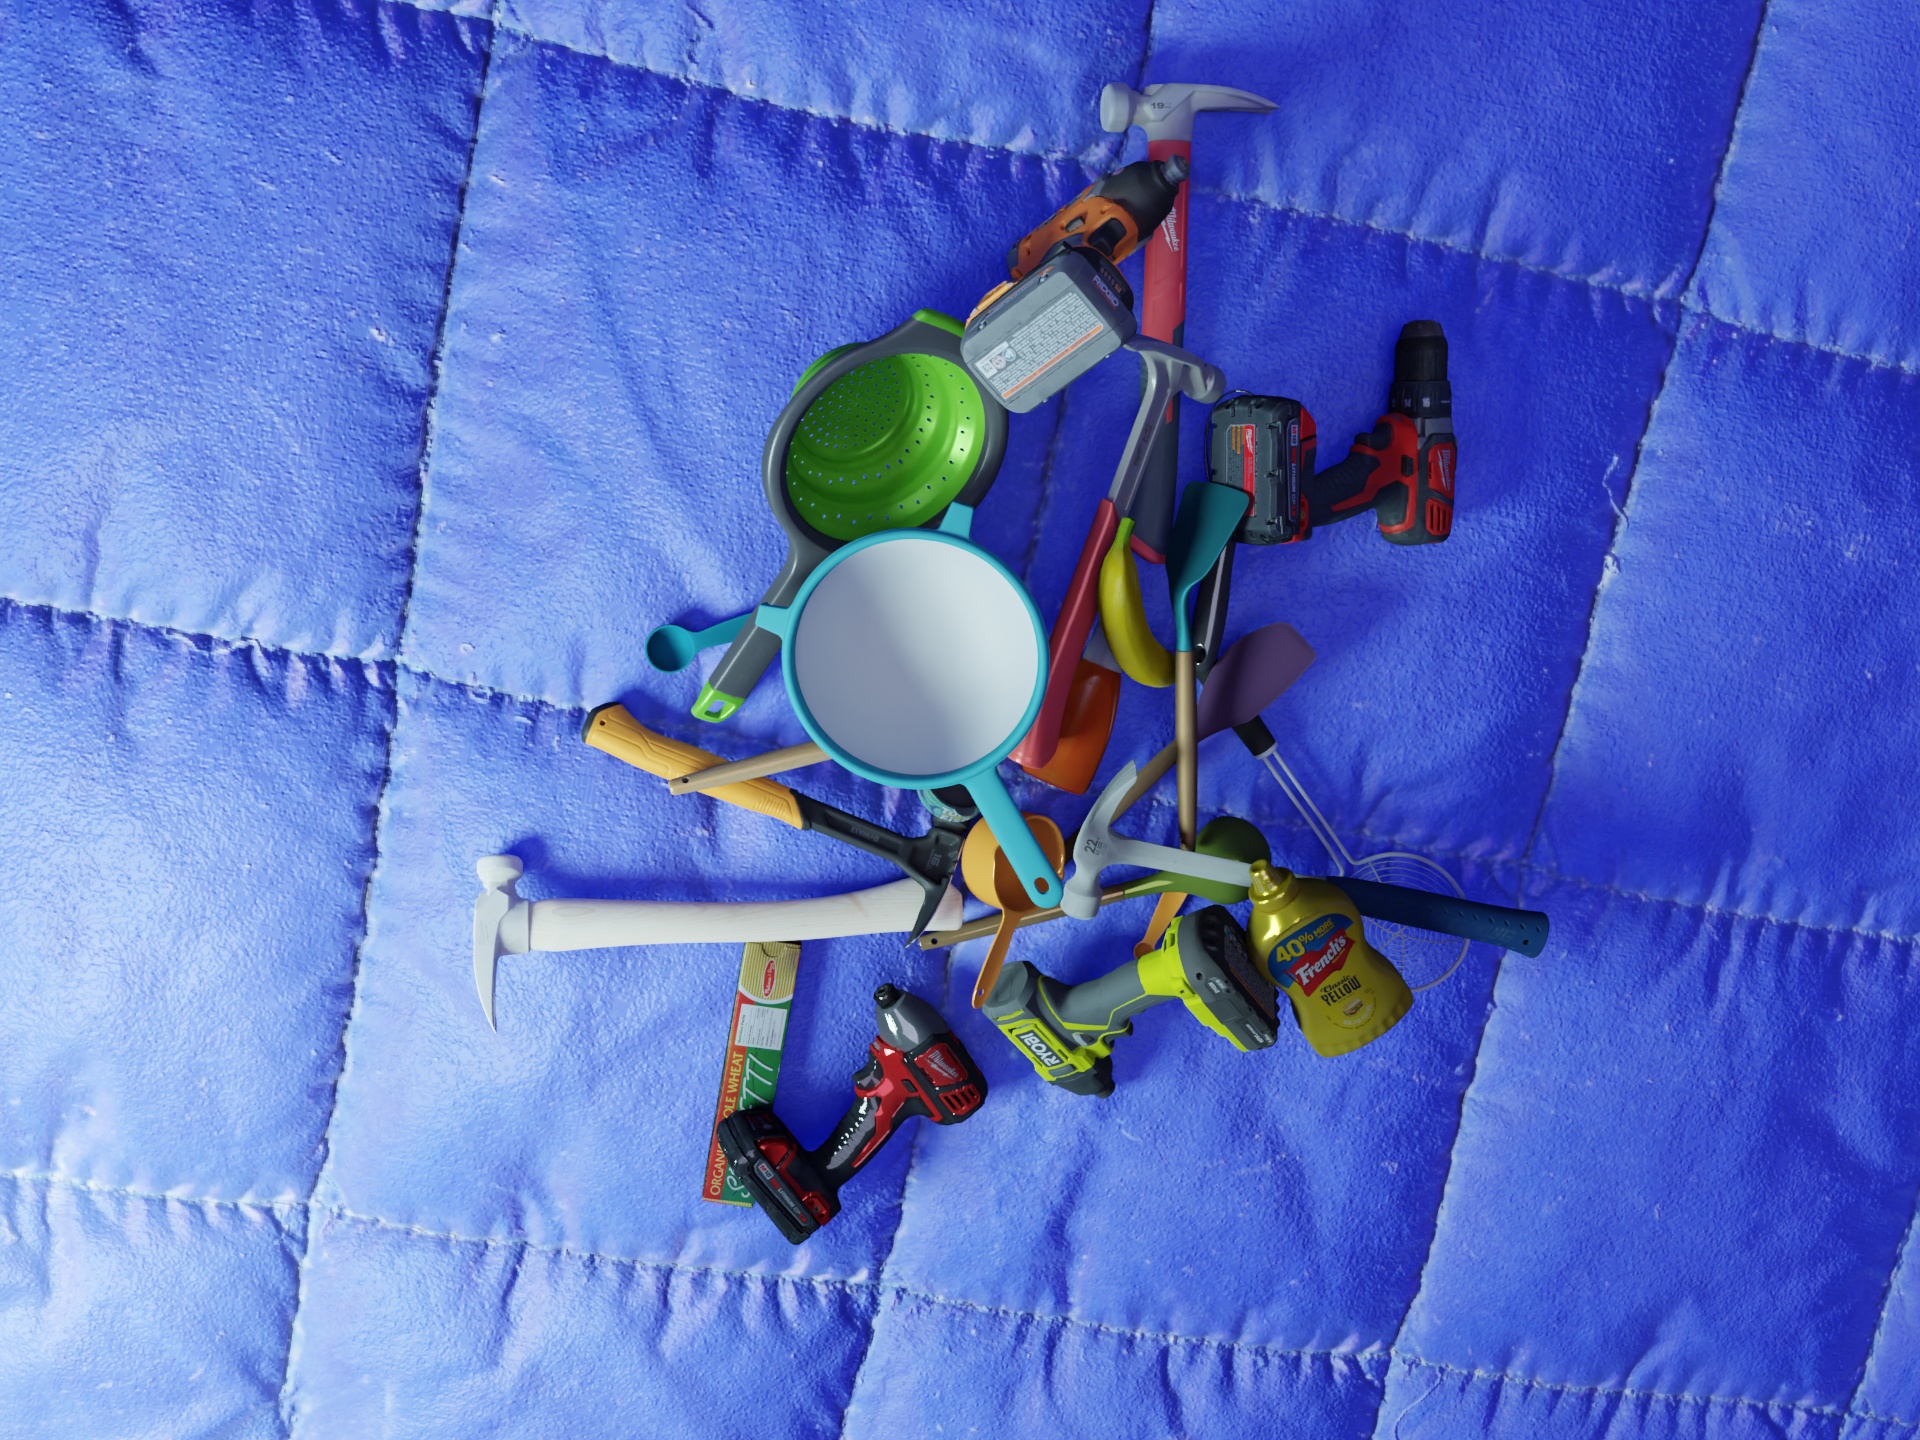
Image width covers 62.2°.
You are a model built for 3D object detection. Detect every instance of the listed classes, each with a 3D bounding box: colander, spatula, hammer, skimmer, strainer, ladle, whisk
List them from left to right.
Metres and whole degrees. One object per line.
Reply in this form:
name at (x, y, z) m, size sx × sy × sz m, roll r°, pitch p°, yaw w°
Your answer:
hammer at (-0.201, 0.180, 1.354) m, size 0.410 × 0.038 × 0.146 m, roll -1°, pitch 68°, yaw -10°
hammer at (-0.163, 0.074, 1.347) m, size 0.337 × 0.034 × 0.127 m, roll 23°, pitch 67°, yaw -6°
colander at (-0.117, -0.171, 1.293) m, size 0.204 × 0.095 × 0.397 m, roll 18°, pitch 117°, yaw -41°
strainer at (-0.002, -0.004, 1.297) m, size 0.211 × 0.095 × 0.340 m, roll -27°, pitch 104°, yaw 11°
hammer at (0.105, -0.130, 1.285) m, size 0.149 × 0.037 × 0.359 m, roll 3°, pitch 112°, yaw -50°
ladle at (0.119, 0.156, 1.410) m, size 0.320 × 0.062 × 0.078 m, roll -15°, pitch 94°, yaw 5°
spatula at (0.176, 0.033, 1.379) m, size 0.060 × 0.018 × 0.316 m, roll 46°, pitch 103°, yaw 3°
hammer at (0.184, -0.324, 1.324) m, size 0.143 × 0.038 × 0.386 m, roll -1°, pitch 101°, yaw -8°
spatula at (0.197, -0.036, 1.323) m, size 0.044 × 0.082 × 0.317 m, roll -13°, pitch 112°, yaw -27°
whisk at (0.220, -0.159, 1.345) m, size 0.055 × 0.055 × 0.239 m, roll 8°, pitch 96°, yaw -8°
hammer at (0.298, 0.137, 1.347) m, size 0.405 × 0.035 × 0.144 m, roll 12°, pitch 113°, yaw -3°
skimmer at (0.309, 0.078, 1.388) m, size 0.127 × 0.090 × 0.363 m, roll -37°, pitch 102°, yaw 2°

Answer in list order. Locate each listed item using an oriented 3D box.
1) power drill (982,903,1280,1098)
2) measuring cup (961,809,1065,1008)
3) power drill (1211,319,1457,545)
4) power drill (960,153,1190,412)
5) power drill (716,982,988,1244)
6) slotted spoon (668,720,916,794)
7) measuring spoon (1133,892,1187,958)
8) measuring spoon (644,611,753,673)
power drill at (0.154, 0.252, 1.371) m, size 0.223 × 0.080 × 0.171 m, roll -23°, pitch 125°, yaw 27°
measuring cup at (0.028, 0.159, 1.370) m, size 0.095 × 0.052 × 0.173 m, roll 24°, pitch 85°, yaw -44°
power drill at (0.319, -0.233, 1.310) m, size 0.226 × 0.080 × 0.188 m, roll -8°, pitch 103°, yaw -29°
power drill at (0.093, -0.340, 1.191) m, size 0.164 × 0.227 × 0.084 m, roll -30°, pitch 115°, yaw 34°
power drill at (-0.095, 0.335, 1.386) m, size 0.219 × 0.079 × 0.143 m, roll -36°, pitch 111°, yaw -10°
slotted spoon at (-0.091, 0.016, 1.338) m, size 0.313 × 0.031 × 0.070 m, roll -15°, pitch 61°, yaw -11°
measuring spoon at (0.188, 0.165, 1.434) m, size 0.021 × 0.011 × 0.117 m, roll 27°, pitch 93°, yaw -4°
measuring spoon at (-0.205, -0.075, 1.344) m, size 0.128 × 0.021 × 0.042 m, roll -17°, pitch 109°, yaw -12°
